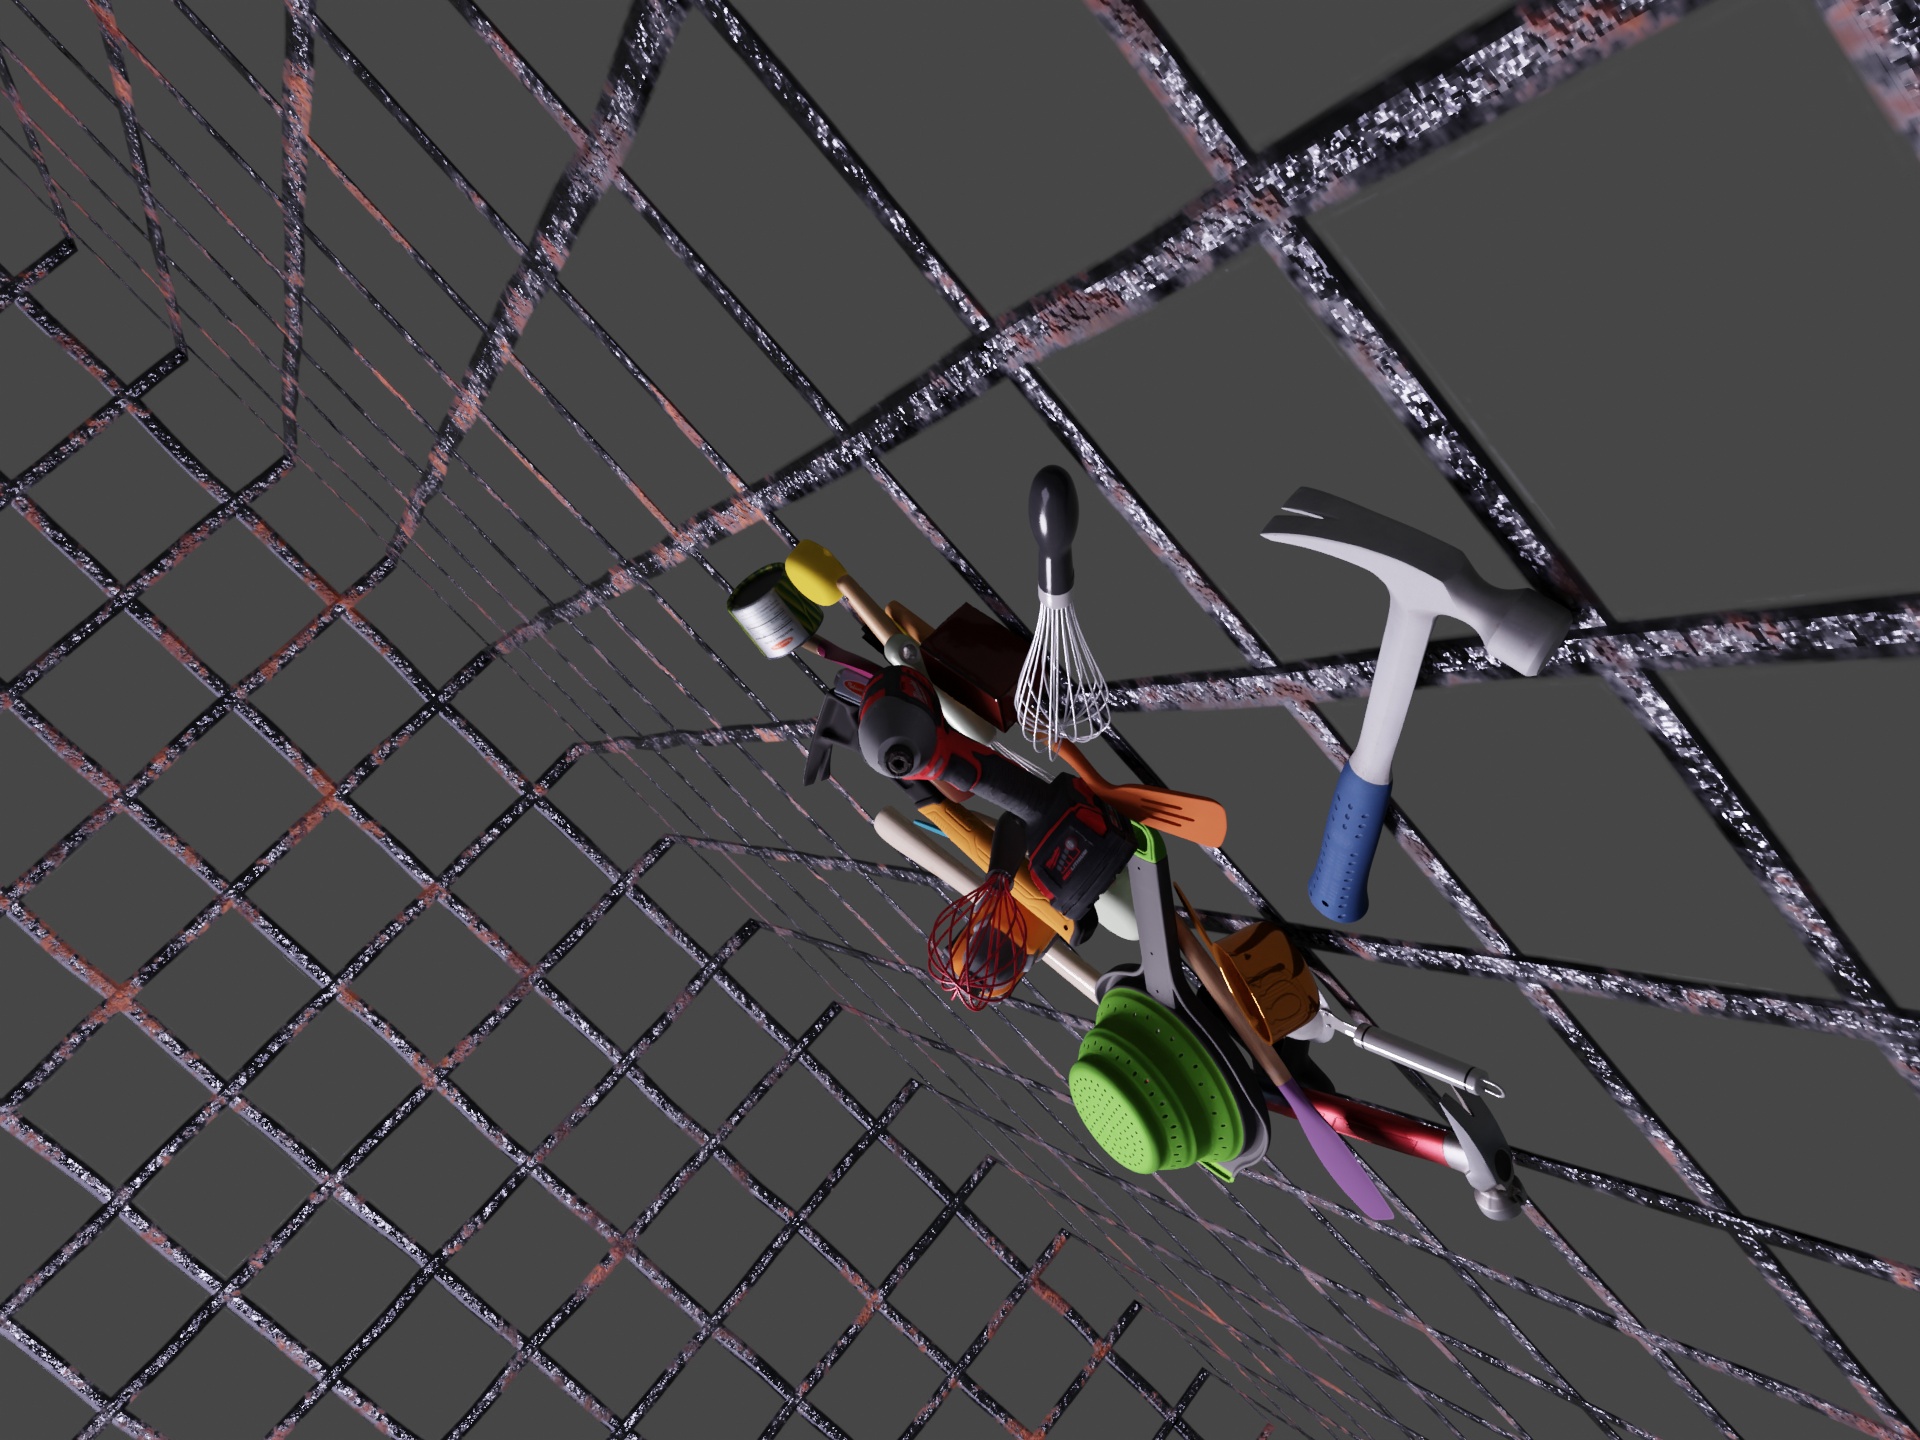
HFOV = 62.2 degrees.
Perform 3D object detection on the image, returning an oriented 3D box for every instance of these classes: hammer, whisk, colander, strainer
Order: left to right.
[{"bbox_3d":[-0.011,0.093,1.416,0.337,0.034,0.127,39,124,28],"label":"hammer"},{"bbox_3d":[0.025,0.021,1.272,0.246,0.058,0.059,47,155,-18],"label":"whisk"},{"bbox_3d":[0.026,0.130,1.202,0.073,0.073,0.296,45,-160,-8],"label":"whisk"},{"bbox_3d":[0.068,0.216,1.682,0.411,0.038,0.146,37,160,19],"label":"hammer"},{"bbox_3d":[0.062,-0.066,1.019,0.070,0.070,0.284,35,156,24],"label":"whisk"},{"bbox_3d":[0.146,0.252,1.321,0.205,0.094,0.396,30,142,46],"label":"colander"},{"bbox_3d":[0.280,0.314,1.347,0.386,0.038,0.143,6,135,49],"label":"hammer"},{"bbox_3d":[0.305,0.241,1.229,0.259,0.050,0.086,16,134,48],"label":"strainer"},{"bbox_3d":[0.225,0.018,0.884,0.144,0.035,0.405,35,161,22],"label":"hammer"}]

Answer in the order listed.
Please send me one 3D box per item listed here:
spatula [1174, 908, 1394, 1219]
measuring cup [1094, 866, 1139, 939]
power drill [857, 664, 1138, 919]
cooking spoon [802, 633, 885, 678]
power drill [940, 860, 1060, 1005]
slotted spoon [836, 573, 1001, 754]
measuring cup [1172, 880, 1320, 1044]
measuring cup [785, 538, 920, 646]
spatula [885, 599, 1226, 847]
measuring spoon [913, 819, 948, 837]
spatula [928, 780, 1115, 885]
[{"bbox_3d":[0.248,0.272,1.295,0.316,0.018,0.059,55,158,6],"label":"spatula"},{"bbox_3d":[0.141,0.144,1.349,0.083,0.038,0.167,39,163,11],"label":"measuring cup"},{"bbox_3d":[0.020,0.049,1.184,0.219,0.078,0.143,34,-165,-13],"label":"power drill"},{"bbox_3d":[-0.135,-0.072,1.435,0.068,0.017,0.319,24,-178,-37],"label":"cooking spoon"},{"bbox_3d":[0.043,0.207,1.505,0.084,0.164,0.226,38,164,5],"label":"power drill"},{"bbox_3d":[-0.002,-0.004,1.303,0.313,0.031,0.070,49,165,-27],"label":"slotted spoon"},{"bbox_3d":[0.223,0.174,1.247,0.174,0.052,0.095,61,176,50],"label":"measuring cup"},{"bbox_3d":[-0.083,-0.087,1.309,0.156,0.029,0.062,43,163,5],"label":"measuring cup"},{"bbox_3d":[0.064,-0.003,1.207,0.323,0.041,0.081,40,164,23],"label":"spatula"},{"bbox_3d":[0.008,0.106,1.508,0.128,0.021,0.042,23,168,-36],"label":"measuring spoon"},{"bbox_3d":[0.033,0.087,1.442,0.318,0.044,0.082,22,154,48],"label":"spatula"}]
